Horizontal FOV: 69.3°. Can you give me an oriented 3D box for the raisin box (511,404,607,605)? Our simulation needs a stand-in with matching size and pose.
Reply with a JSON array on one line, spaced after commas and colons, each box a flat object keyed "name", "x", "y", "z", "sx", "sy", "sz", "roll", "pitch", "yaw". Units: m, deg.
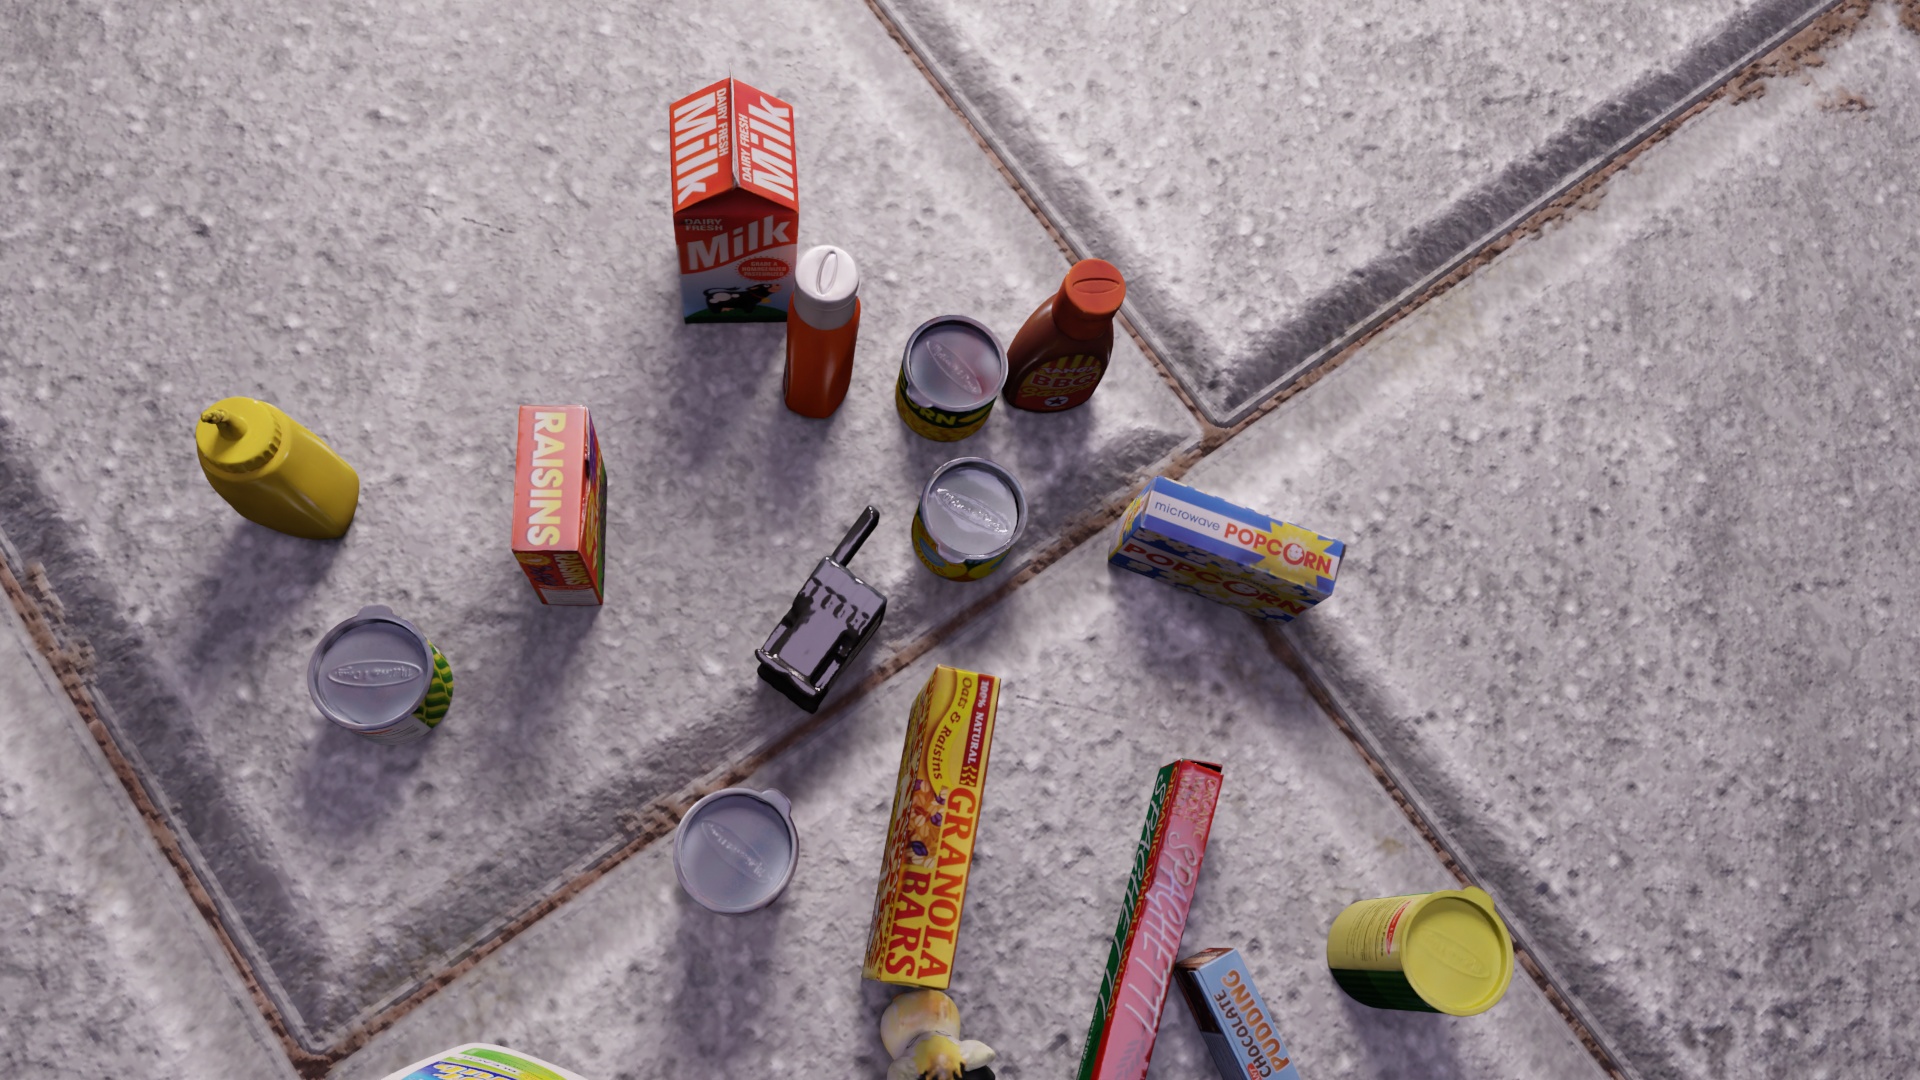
[{"name": "raisin box", "x": -0.228, "y": -0.017, "z": 0.800, "sx": 0.040, "sy": 0.123, "sz": 0.086, "roll": 1, "pitch": 73, "yaw": -8}]

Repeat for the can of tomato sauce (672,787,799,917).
[{"name": "can of tomato sauce", "x": -0.124, "y": 0.174, "z": 0.778, "sx": 0.071, "sy": 0.083, "sz": 0.071, "roll": 2, "pitch": 73, "yaw": -8}]

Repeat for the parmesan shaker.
[{"name": "parmesan shaker", "x": 0.265, "y": 0.237, "z": 0.807, "sx": 0.071, "sy": 0.102, "sz": 0.071, "roll": 2, "pitch": 73, "yaw": -8}]

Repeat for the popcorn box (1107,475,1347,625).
[{"name": "popcorn box", "x": 0.164, "y": 0.008, "z": 0.873, "sx": 0.127, "sy": 0.085, "sz": 0.038, "roll": 20, "pitch": 72, "yaw": -2}]

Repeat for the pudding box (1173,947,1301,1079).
[{"name": "pudding box", "x": 0.159, "y": 0.280, "z": 0.806, "sx": 0.030, "sy": 0.049, "sz": 0.084, "roll": -23, "pitch": 78, "yaw": -14}]

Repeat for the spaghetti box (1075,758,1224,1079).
[{"name": "spaghetti box", "x": 0.104, "y": 0.248, "z": 0.807, "sx": 0.029, "sy": 0.050, "sz": 0.251, "roll": 19, "pitch": 71, "yaw": -2}]

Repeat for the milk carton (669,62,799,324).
[{"name": "milk carton", "x": -0.136, "y": -0.202, "z": 0.836, "sx": 0.073, "sy": 0.190, "sz": 0.072, "roll": -3, "pitch": 74, "yaw": -9}]

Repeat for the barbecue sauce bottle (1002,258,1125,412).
[{"name": "barbecue sauce bottle", "x": 0.067, "y": -0.126, "z": 0.866, "sx": 0.065, "sy": 0.148, "sz": 0.044, "roll": -4, "pitch": 74, "yaw": -10}]

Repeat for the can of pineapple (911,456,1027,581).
[{"name": "can of pineapple", "x": 0.003, "y": -0.011, "z": 0.868, "sx": 0.071, "sy": 0.057, "sz": 0.071, "roll": 2, "pitch": 73, "yaw": -8}]

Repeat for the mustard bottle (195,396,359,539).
[{"name": "mustard bottle", "x": -0.381, "y": -0.043, "z": 0.766, "sx": 0.065, "sy": 0.159, "sz": 0.049, "roll": 10, "pitch": 72, "yaw": -5}]

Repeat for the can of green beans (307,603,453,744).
[{"name": "can of green beans", "x": -0.328, "y": 0.080, "z": 0.790, "sx": 0.071, "sy": 0.057, "sz": 0.071, "roll": 2, "pitch": 73, "yaw": -8}]

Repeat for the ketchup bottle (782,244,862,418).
[{"name": "ketchup bottle", "x": -0.083, "y": -0.128, "z": 0.844, "sx": 0.043, "sy": 0.148, "sz": 0.065, "roll": 13, "pitch": 72, "yaw": -4}]

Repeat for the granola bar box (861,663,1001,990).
[{"name": "granola bar box", "x": -0.017, "y": 0.163, "z": 0.776, "sx": 0.039, "sy": 0.124, "sz": 0.166, "roll": 12, "pitch": 72, "yaw": -5}]

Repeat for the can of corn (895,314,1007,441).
[{"name": "can of corn", "x": -0.009, "y": -0.101, "z": 0.894, "sx": 0.071, "sy": 0.058, "sz": 0.071, "roll": 2, "pitch": 73, "yaw": -8}]
